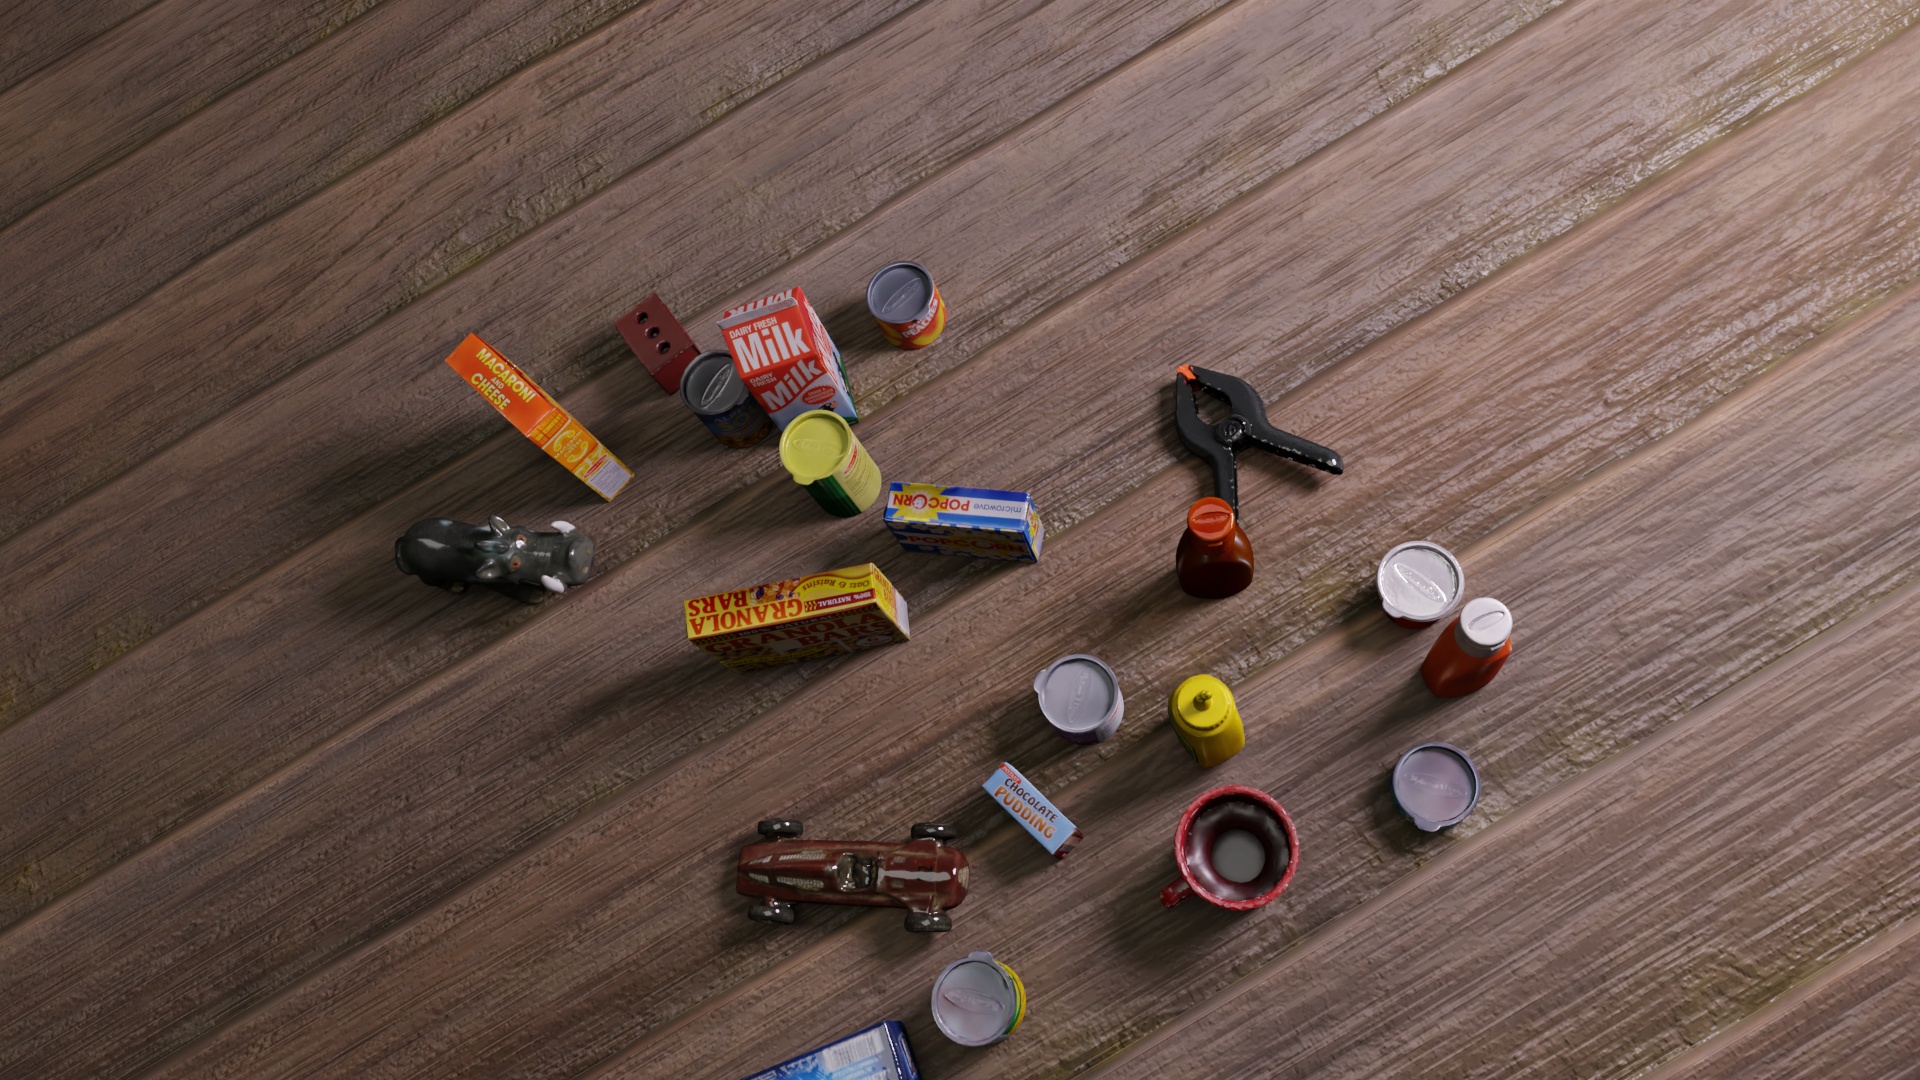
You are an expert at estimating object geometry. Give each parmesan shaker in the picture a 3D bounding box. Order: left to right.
[{"bbox_3d":[-0.117,-0.065,1.254,0.071,0.103,0.071,-4,70,11],"label":"parmesan shaker"}]

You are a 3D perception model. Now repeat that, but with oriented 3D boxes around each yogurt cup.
[{"bbox_3d":[0.375,0.040,1.140,0.072,0.054,0.072,-4,70,11],"label":"yogurt cup"}]

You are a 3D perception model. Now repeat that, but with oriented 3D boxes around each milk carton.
[{"bbox_3d":[-0.155,-0.163,1.250,0.072,0.190,0.073,-18,69,5],"label":"milk carton"}]

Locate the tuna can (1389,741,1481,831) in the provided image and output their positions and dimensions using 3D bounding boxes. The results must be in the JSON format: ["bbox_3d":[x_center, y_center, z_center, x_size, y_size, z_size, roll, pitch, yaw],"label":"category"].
[{"bbox_3d":[0.373,0.197,1.096,0.071,0.032,0.071,-4,70,11],"label":"tuna can"}]

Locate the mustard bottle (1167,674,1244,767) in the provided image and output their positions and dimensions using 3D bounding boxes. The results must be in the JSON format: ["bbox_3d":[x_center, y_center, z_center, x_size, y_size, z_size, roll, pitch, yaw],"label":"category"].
[{"bbox_3d":[0.190,0.136,1.087,0.049,0.160,0.065,-31,68,0],"label":"mustard bottle"}]

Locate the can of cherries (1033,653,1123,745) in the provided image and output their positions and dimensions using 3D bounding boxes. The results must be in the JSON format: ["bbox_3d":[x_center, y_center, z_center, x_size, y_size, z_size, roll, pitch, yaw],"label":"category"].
[{"bbox_3d":[0.099,0.132,1.162,0.071,0.058,0.071,-4,70,11],"label":"can of cherries"}]

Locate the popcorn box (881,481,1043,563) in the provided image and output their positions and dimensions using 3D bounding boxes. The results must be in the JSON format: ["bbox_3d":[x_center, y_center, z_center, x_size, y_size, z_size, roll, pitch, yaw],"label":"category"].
[{"bbox_3d":[0.004,-0.015,1.221,0.127,0.085,0.038,5,72,14],"label":"popcorn box"}]

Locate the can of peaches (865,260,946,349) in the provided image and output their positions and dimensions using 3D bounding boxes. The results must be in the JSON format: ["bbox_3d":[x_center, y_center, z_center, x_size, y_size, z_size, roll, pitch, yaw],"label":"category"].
[{"bbox_3d":[-0.049,-0.221,1.320,0.071,0.058,0.071,-4,70,11],"label":"can of peaches"}]

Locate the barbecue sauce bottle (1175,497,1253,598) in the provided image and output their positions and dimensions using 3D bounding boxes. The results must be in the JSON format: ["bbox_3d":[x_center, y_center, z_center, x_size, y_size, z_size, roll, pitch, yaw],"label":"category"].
[{"bbox_3d":[0.207,0.007,1.136,0.065,0.148,0.044,-8,70,9],"label":"barbecue sauce bottle"}]

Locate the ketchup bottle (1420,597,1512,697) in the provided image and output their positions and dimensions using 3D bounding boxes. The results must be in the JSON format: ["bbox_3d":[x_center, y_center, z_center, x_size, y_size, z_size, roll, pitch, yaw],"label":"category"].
[{"bbox_3d":[0.395,0.082,1.070,0.065,0.148,0.043,-25,68,3],"label":"ketchup bottle"}]

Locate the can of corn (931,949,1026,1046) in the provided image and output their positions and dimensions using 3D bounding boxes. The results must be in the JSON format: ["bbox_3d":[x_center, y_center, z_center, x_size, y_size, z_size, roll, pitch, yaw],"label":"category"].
[{"bbox_3d":[0.016,0.362,1.098,0.071,0.058,0.071,-4,70,11],"label":"can of corn"}]

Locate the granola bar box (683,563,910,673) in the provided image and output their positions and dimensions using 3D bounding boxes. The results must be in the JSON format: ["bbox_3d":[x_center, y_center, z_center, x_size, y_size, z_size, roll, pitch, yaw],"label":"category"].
[{"bbox_3d":[-0.137,0.070,1.199,0.165,0.124,0.039,-12,69,8],"label":"granola bar box"}]

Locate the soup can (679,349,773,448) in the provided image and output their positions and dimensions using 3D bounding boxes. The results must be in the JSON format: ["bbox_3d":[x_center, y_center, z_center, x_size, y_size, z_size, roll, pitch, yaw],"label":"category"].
[{"bbox_3d":[-0.216,-0.131,1.309,0.071,0.083,0.071,-4,70,11],"label":"soup can"}]

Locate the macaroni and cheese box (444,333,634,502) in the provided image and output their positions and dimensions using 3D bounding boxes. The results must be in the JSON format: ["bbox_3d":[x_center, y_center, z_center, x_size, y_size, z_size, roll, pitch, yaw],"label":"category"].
[{"bbox_3d":[-0.388,-0.113,1.294,0.124,0.166,0.040,39,83,21],"label":"macaroni and cheese box"}]

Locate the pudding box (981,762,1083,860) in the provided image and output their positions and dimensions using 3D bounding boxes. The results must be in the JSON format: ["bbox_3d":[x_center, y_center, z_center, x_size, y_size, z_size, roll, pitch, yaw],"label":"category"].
[{"bbox_3d":[0.060,0.223,1.143,0.084,0.049,0.030,41,84,21],"label":"pudding box"}]
